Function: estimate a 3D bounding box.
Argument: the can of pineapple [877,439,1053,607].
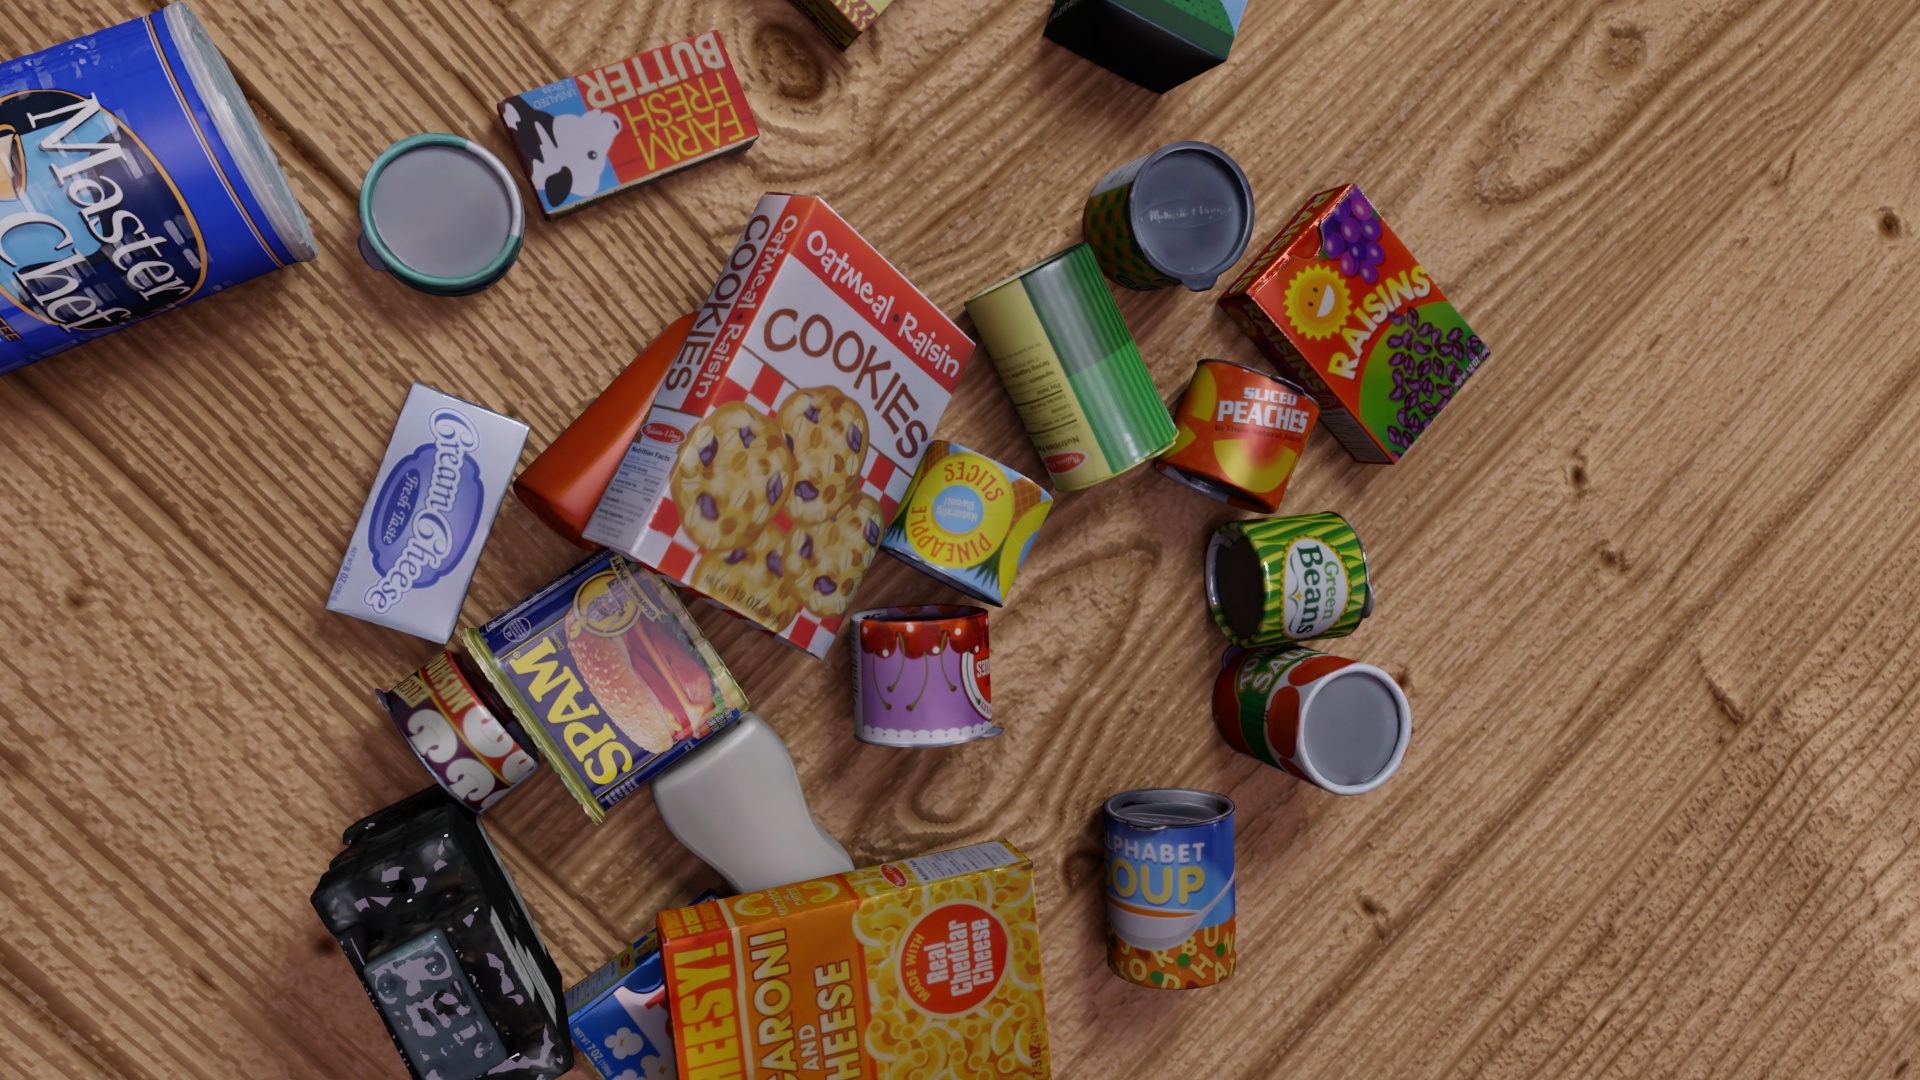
[{"bbox_3d":[0.002,-0.008,0.654,0.071,0.071,0.058,28,84,-17],"label":"can of pineapple"}]

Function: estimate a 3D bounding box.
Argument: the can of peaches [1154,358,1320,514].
[{"bbox_3d":[0.139,-0.051,0.695,0.071,0.071,0.058,25,87,-18],"label":"can of peaches"}]

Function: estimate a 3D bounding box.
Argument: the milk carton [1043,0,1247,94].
[{"bbox_3d":[0.113,-0.325,0.670,0.073,0.072,0.190,20,87,-17],"label":"milk carton"}]

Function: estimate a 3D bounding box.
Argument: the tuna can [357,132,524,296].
[{"bbox_3d":[-0.223,-0.138,0.594,0.071,0.033,0.071,-1,93,-18],"label":"tuna can"}]

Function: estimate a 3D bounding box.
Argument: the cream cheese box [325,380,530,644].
[{"bbox_3d":[-0.230,-0.012,0.604,0.053,0.024,0.104,21,87,-19],"label":"cream cheese box"}]

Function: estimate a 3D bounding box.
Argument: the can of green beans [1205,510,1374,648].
[{"bbox_3d":[0.165,0.020,0.710,0.058,0.071,0.071,-5,95,-17],"label":"can of green beans"}]

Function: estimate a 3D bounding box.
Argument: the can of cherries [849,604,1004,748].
[{"bbox_3d":[-0.016,0.062,0.654,0.071,0.071,0.058,-3,93,-17],"label":"can of cherries"}]

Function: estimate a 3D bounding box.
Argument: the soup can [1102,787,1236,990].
[{"bbox_3d":[0.104,0.174,0.697,0.071,0.071,0.083,-3,95,-17],"label":"soup can"}]

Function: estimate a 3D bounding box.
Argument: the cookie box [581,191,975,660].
[{"bbox_3d":[-0.073,-0.048,0.608,0.122,0.040,0.168,37,74,-47],"label":"cookie box"}]

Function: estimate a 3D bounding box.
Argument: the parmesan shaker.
[{"bbox_3d":[0.055,-0.084,0.666,0.071,0.071,0.103,-30,101,-14],"label":"parmesan shaker"}]

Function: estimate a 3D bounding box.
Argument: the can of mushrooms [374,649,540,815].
[{"bbox_3d":[-0.213,0.080,0.591,0.033,0.071,0.071,-38,104,-12],"label":"can of mushrooms"}]

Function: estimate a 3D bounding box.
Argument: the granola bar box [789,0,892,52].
[{"bbox_3d":[-0.072,-0.327,0.628,0.165,0.039,0.124,41,80,-16],"label":"granola bar box"}]

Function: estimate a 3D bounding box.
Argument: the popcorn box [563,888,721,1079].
[{"bbox_3d":[-0.115,0.240,0.648,0.085,0.038,0.126,-34,103,-12],"label":"popcorn box"}]

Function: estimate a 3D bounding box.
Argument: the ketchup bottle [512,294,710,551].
[{"bbox_3d":[-0.130,-0.063,0.615,0.149,0.065,0.043,-51,119,-17],"label":"ketchup bottle"}]

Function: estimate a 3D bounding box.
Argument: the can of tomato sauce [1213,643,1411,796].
[{"bbox_3d":[0.177,0.087,0.708,0.071,0.083,0.071,-1,94,-18],"label":"can of tomato sauce"}]

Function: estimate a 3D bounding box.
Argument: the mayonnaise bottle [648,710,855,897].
[{"bbox_3d":[-0.083,0.155,0.653,0.065,0.041,0.148,-34,104,-13],"label":"mayonnaise bottle"}]

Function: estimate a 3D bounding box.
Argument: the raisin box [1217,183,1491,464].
[{"bbox_3d":[0.207,-0.112,0.730,0.123,0.040,0.086,46,81,-14],"label":"raisin box"}]

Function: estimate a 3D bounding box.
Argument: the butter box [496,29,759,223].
[{"bbox_3d":[-0.147,-0.185,0.620,0.104,0.024,0.053,-25,101,-14],"label":"butter box"}]

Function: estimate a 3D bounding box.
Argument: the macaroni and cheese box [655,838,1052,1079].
[{"bbox_3d":[-0.046,0.214,0.626,0.167,0.040,0.123,-8,97,-18],"label":"macaroni and cheese box"}]

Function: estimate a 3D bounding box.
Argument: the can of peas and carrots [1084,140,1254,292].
[{"bbox_3d":[0.102,-0.155,0.683,0.071,0.059,0.071,-1,95,-17],"label":"can of peas and carrots"}]
